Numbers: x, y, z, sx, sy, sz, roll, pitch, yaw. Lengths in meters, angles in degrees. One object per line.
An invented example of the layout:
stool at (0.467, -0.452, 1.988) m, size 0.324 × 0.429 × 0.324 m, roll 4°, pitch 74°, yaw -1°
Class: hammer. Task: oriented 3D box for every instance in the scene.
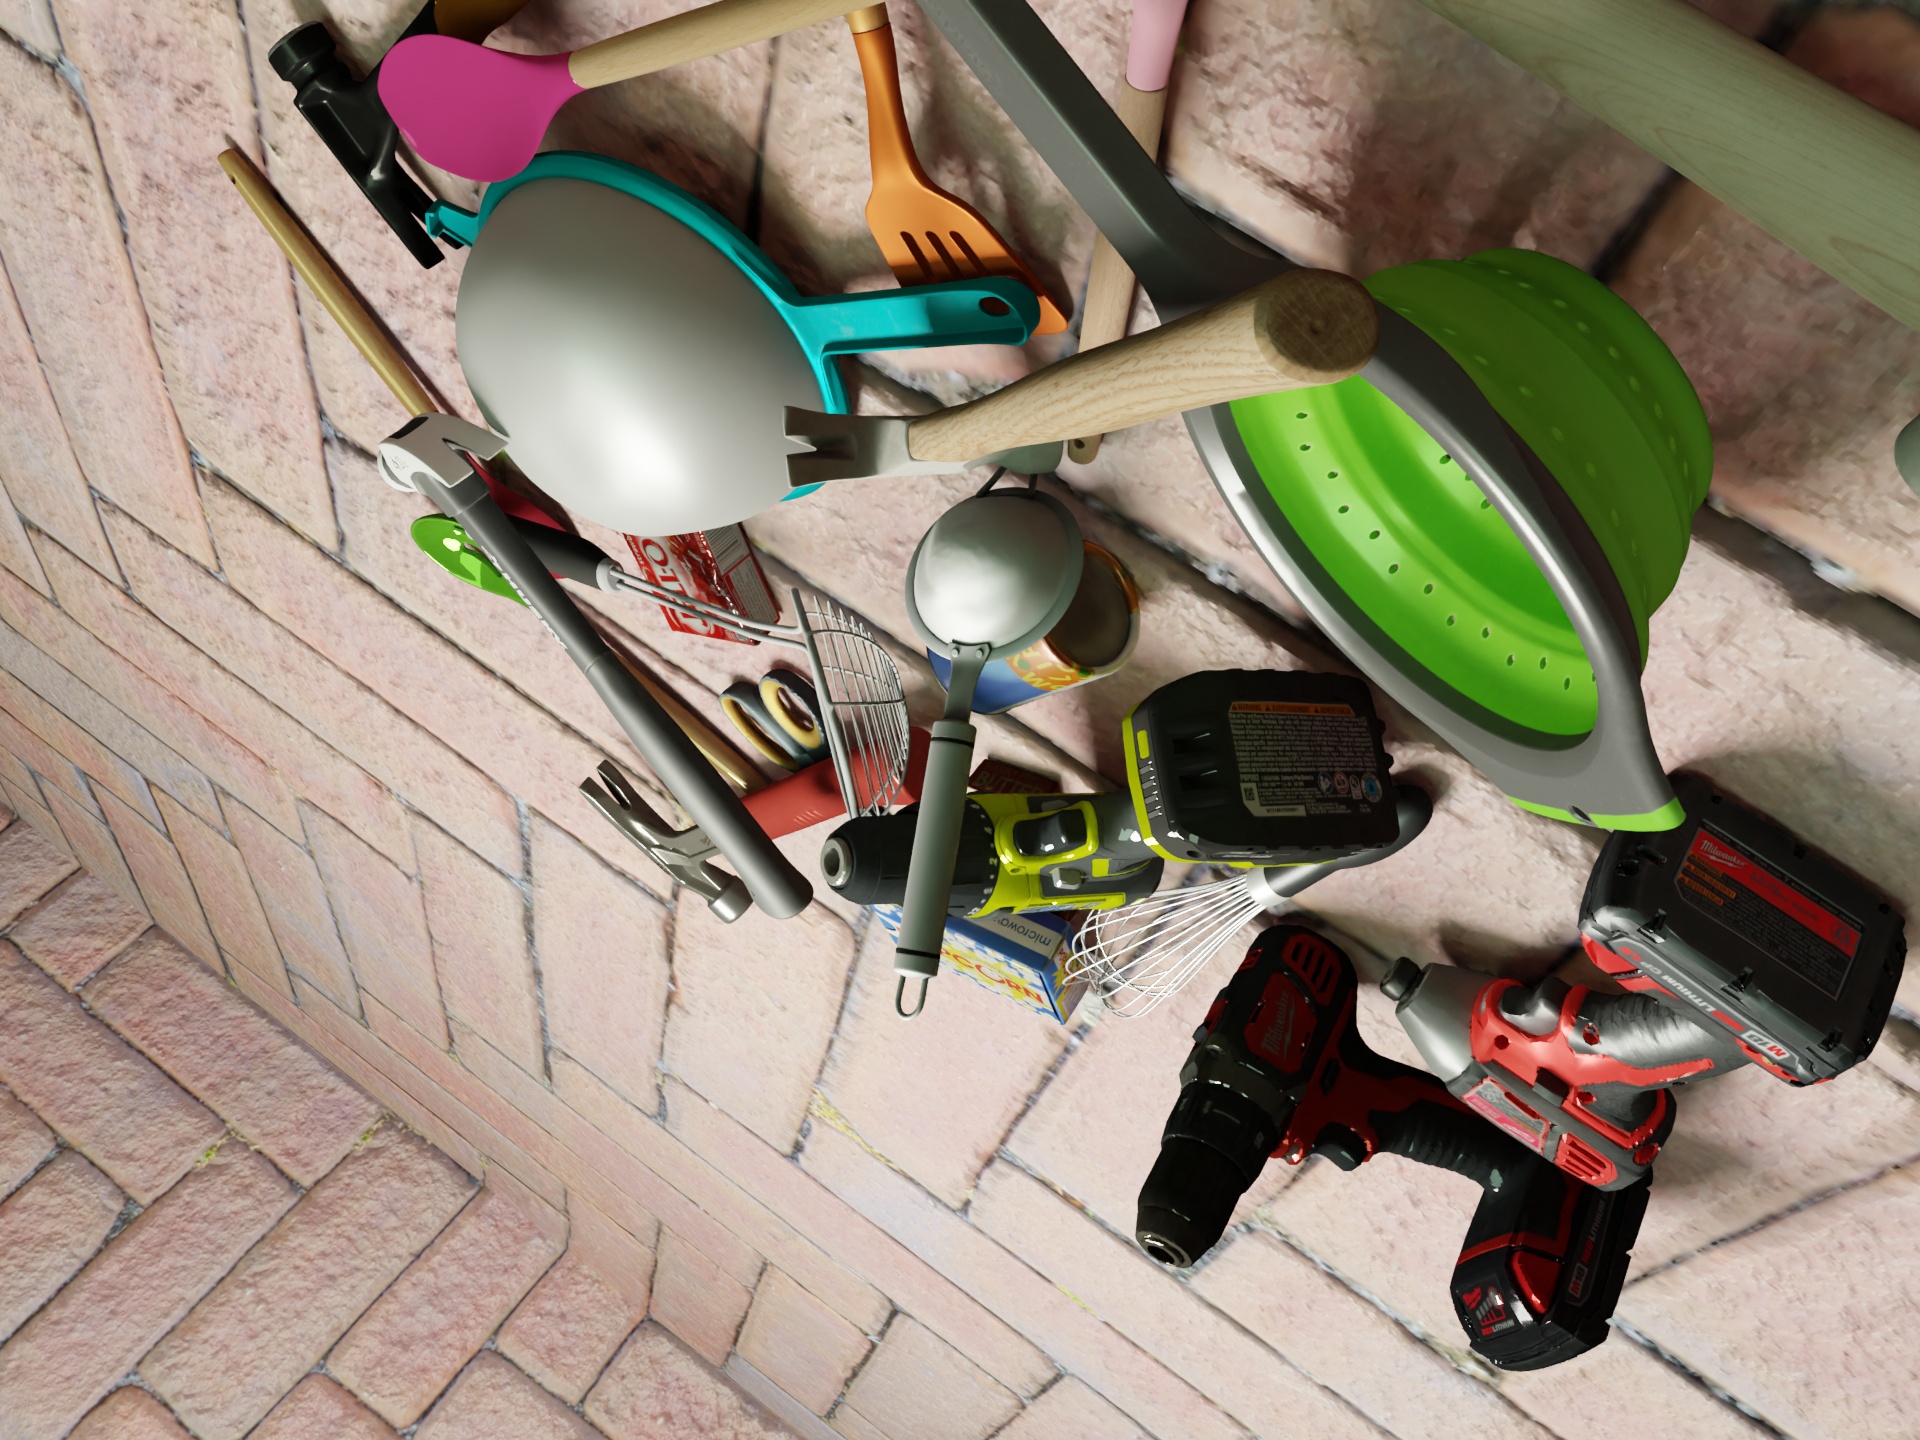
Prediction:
hammer at (0.155, -0.204, 0.423) m, size 0.410 × 0.038 × 0.146 m, roll 31°, pitch 145°, yaw 2°
hammer at (-0.211, -0.310, 0.703) m, size 0.337 × 0.034 × 0.127 m, roll -9°, pitch 122°, yaw 52°
hammer at (-0.185, -0.021, 0.852) m, size 0.334 × 0.035 × 0.146 m, roll 54°, pitch 160°, yaw -20°
hammer at (0.028, -0.105, 0.532) m, size 0.331 × 0.130 × 0.031 m, roll -168°, pitch 72°, yaw -70°
hammer at (-0.126, 0.052, 1.012) m, size 0.149 × 0.037 × 0.359 m, roll 46°, pitch 148°, yaw -14°

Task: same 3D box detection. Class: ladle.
ladle at (-0.341, -0.208, 0.971) m, size 0.069 × 0.031 × 0.315 m, roll -14°, pitch 117°, yaw 50°

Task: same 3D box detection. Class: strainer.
strainer at (-0.001, -0.002, 0.676) m, size 0.087 × 0.258 × 0.050 m, roll 3°, pitch 168°, yaw 29°
strainer at (-0.117, -0.150, 0.721) m, size 0.340 × 0.095 × 0.210 m, roll 7°, pitch 144°, yaw 41°

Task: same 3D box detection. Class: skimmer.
skimmer at (-0.169, -0.047, 0.866) m, size 0.363 × 0.090 × 0.127 m, roll 22°, pitch 140°, yaw 31°

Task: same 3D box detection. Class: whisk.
whisk at (0.139, 0.093, 0.815) m, size 0.070 × 0.070 × 0.284 m, roll 43°, pitch 142°, yaw -4°

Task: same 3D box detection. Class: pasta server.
pasta server at (0.066, -0.208, 0.566) m, size 0.060 × 0.040 × 0.316 m, roll 30°, pitch 149°, yaw 16°

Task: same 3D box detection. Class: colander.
colander at (0.116, -0.144, 0.506) m, size 0.397 × 0.094 × 0.204 m, roll 50°, pitch 175°, yaw -5°

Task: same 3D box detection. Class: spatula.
spatula at (-0.035, -0.282, 0.583) m, size 0.081 × 0.041 × 0.322 m, roll 13°, pitch 134°, yaw 38°

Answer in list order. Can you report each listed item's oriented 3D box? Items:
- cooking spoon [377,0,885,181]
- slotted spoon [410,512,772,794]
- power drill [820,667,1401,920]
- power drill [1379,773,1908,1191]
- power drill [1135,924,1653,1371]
cooking spoon at (-0.135, -0.266, 0.638) m, size 0.319 × 0.017 × 0.068 m, roll 5°, pitch 138°, yaw 38°
slotted spoon at (-0.235, -0.037, 1.062) m, size 0.314 × 0.031 × 0.070 m, roll 40°, pitch 148°, yaw -2°
power drill at (0.064, 0.046, 0.732) m, size 0.228 × 0.190 × 0.080 m, roll -25°, pitch 70°, yaw 50°
power drill at (0.279, 0.122, 0.691) m, size 0.143 × 0.078 × 0.219 m, roll 35°, pitch 149°, yaw 9°
power drill at (0.207, 0.229, 0.787) m, size 0.227 × 0.188 × 0.080 m, roll 33°, pitch 147°, yaw 5°
